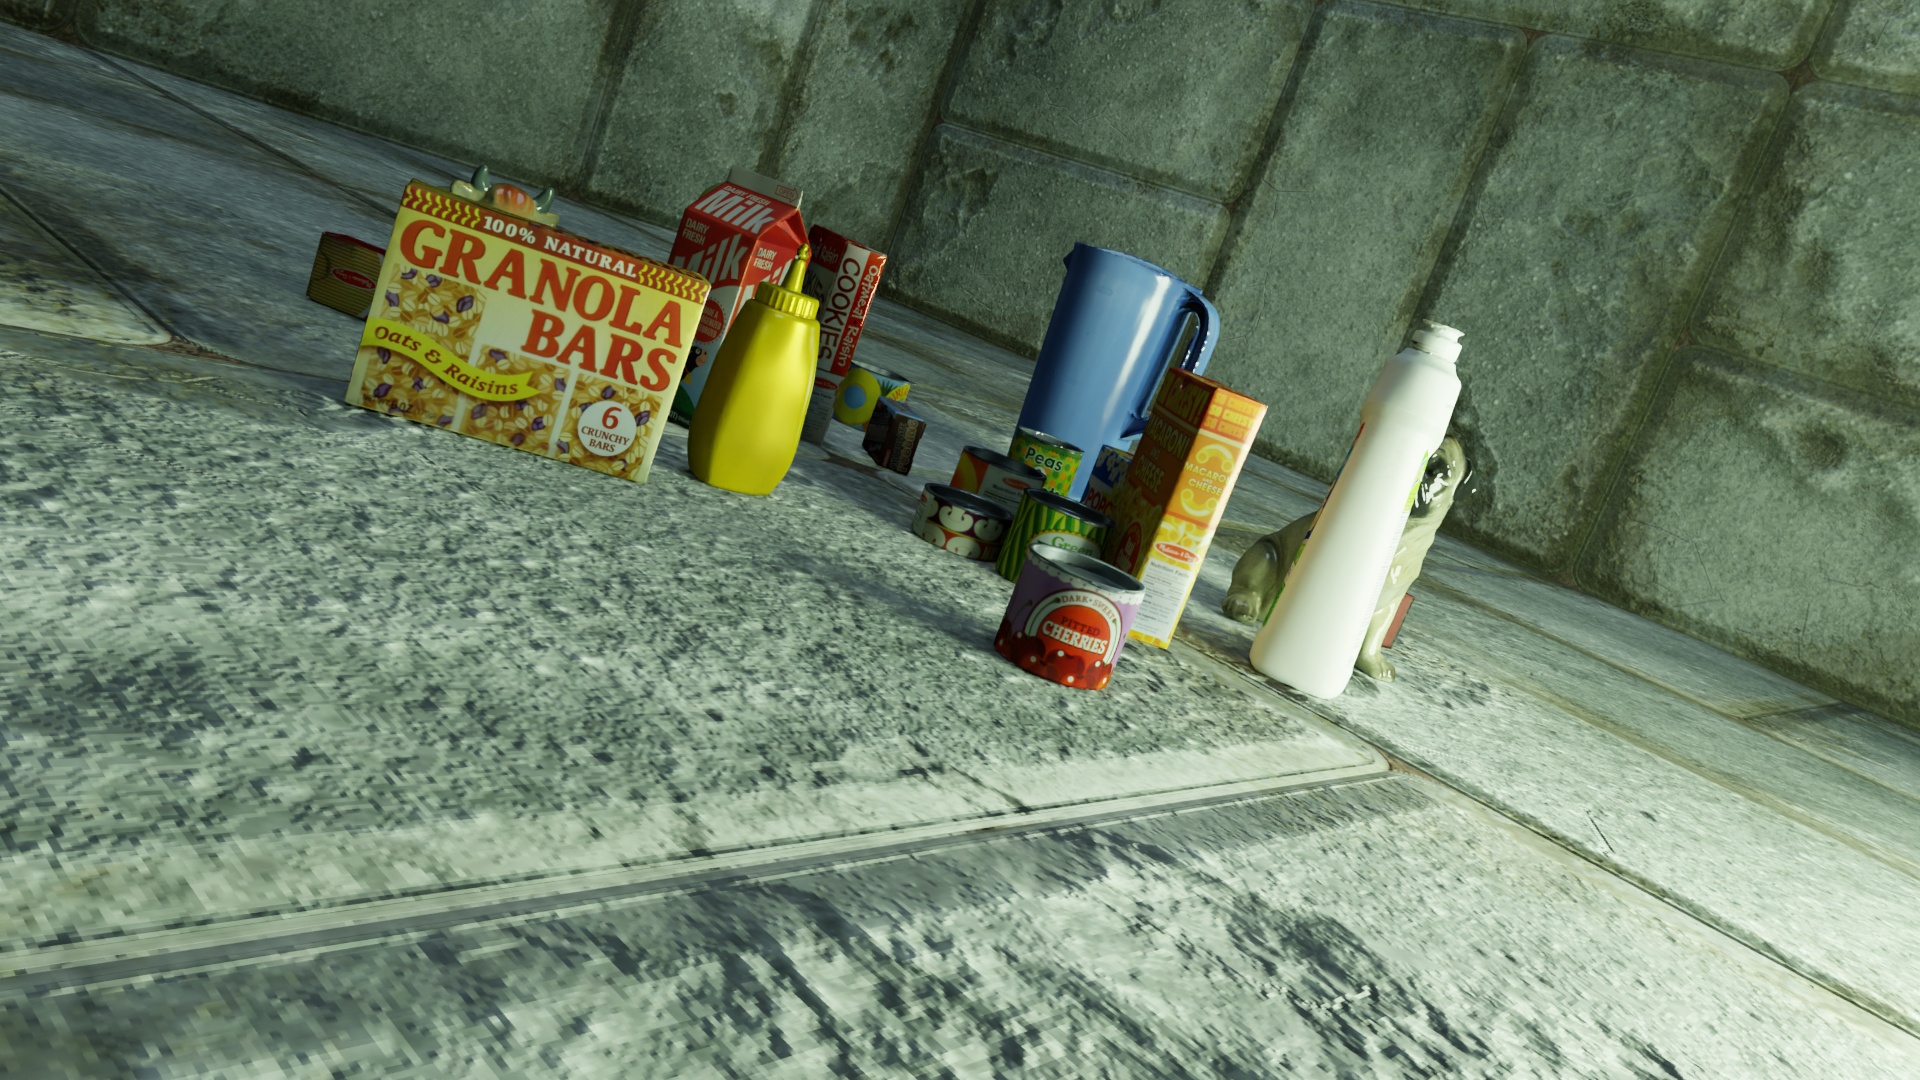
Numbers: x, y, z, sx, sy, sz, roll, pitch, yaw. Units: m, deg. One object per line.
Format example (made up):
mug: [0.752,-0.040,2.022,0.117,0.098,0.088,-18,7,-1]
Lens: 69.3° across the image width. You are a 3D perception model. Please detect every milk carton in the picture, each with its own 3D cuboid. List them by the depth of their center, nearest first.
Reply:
milk carton: [-0.174,-0.179,1.034,0.072,0.190,0.073,25,11,24]

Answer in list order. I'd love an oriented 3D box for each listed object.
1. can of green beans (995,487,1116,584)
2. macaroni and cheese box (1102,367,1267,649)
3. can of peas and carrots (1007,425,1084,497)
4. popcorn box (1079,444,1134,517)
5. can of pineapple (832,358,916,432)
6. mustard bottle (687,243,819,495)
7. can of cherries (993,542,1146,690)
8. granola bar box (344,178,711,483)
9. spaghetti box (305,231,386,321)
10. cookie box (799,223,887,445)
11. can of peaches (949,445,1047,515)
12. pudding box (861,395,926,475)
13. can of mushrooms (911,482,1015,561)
can of green beans: [0.063,0.003,0.927,0.071,0.057,0.071,20,11,-4]
macaroni and cheese box: [0.137,-0.027,0.921,0.040,0.166,0.124,19,11,-9]
can of peas and carrots: [0.074,-0.066,1.281,0.071,0.058,0.071,20,11,-4]
popcorn box: [0.131,-0.018,1.081,0.038,0.085,0.127,17,11,-18]
can of pineapple: [-0.085,-0.137,1.336,0.071,0.057,0.071,20,11,-4]
mustard bottle: [-0.122,-0.109,0.872,0.065,0.160,0.049,12,13,-39]
can of cherries: [0.057,0.041,0.735,0.071,0.058,0.071,20,11,-4]
granola bar box: [-0.240,-0.114,0.776,0.165,0.124,0.039,16,11,-23]
spaghetti box: [-0.335,-0.149,0.967,0.250,0.050,0.029,22,11,7]
cookie box: [-0.123,-0.178,1.182,0.040,0.167,0.123,16,12,-24]
can of peaches: [0.023,-0.032,1.026,0.071,0.058,0.071,20,11,-4]
pudding box: [-0.057,-0.091,1.189,0.030,0.049,0.084,17,11,-18]
can of mushrooms: [0.003,-0.012,0.957,0.071,0.033,0.071,20,11,-4]
